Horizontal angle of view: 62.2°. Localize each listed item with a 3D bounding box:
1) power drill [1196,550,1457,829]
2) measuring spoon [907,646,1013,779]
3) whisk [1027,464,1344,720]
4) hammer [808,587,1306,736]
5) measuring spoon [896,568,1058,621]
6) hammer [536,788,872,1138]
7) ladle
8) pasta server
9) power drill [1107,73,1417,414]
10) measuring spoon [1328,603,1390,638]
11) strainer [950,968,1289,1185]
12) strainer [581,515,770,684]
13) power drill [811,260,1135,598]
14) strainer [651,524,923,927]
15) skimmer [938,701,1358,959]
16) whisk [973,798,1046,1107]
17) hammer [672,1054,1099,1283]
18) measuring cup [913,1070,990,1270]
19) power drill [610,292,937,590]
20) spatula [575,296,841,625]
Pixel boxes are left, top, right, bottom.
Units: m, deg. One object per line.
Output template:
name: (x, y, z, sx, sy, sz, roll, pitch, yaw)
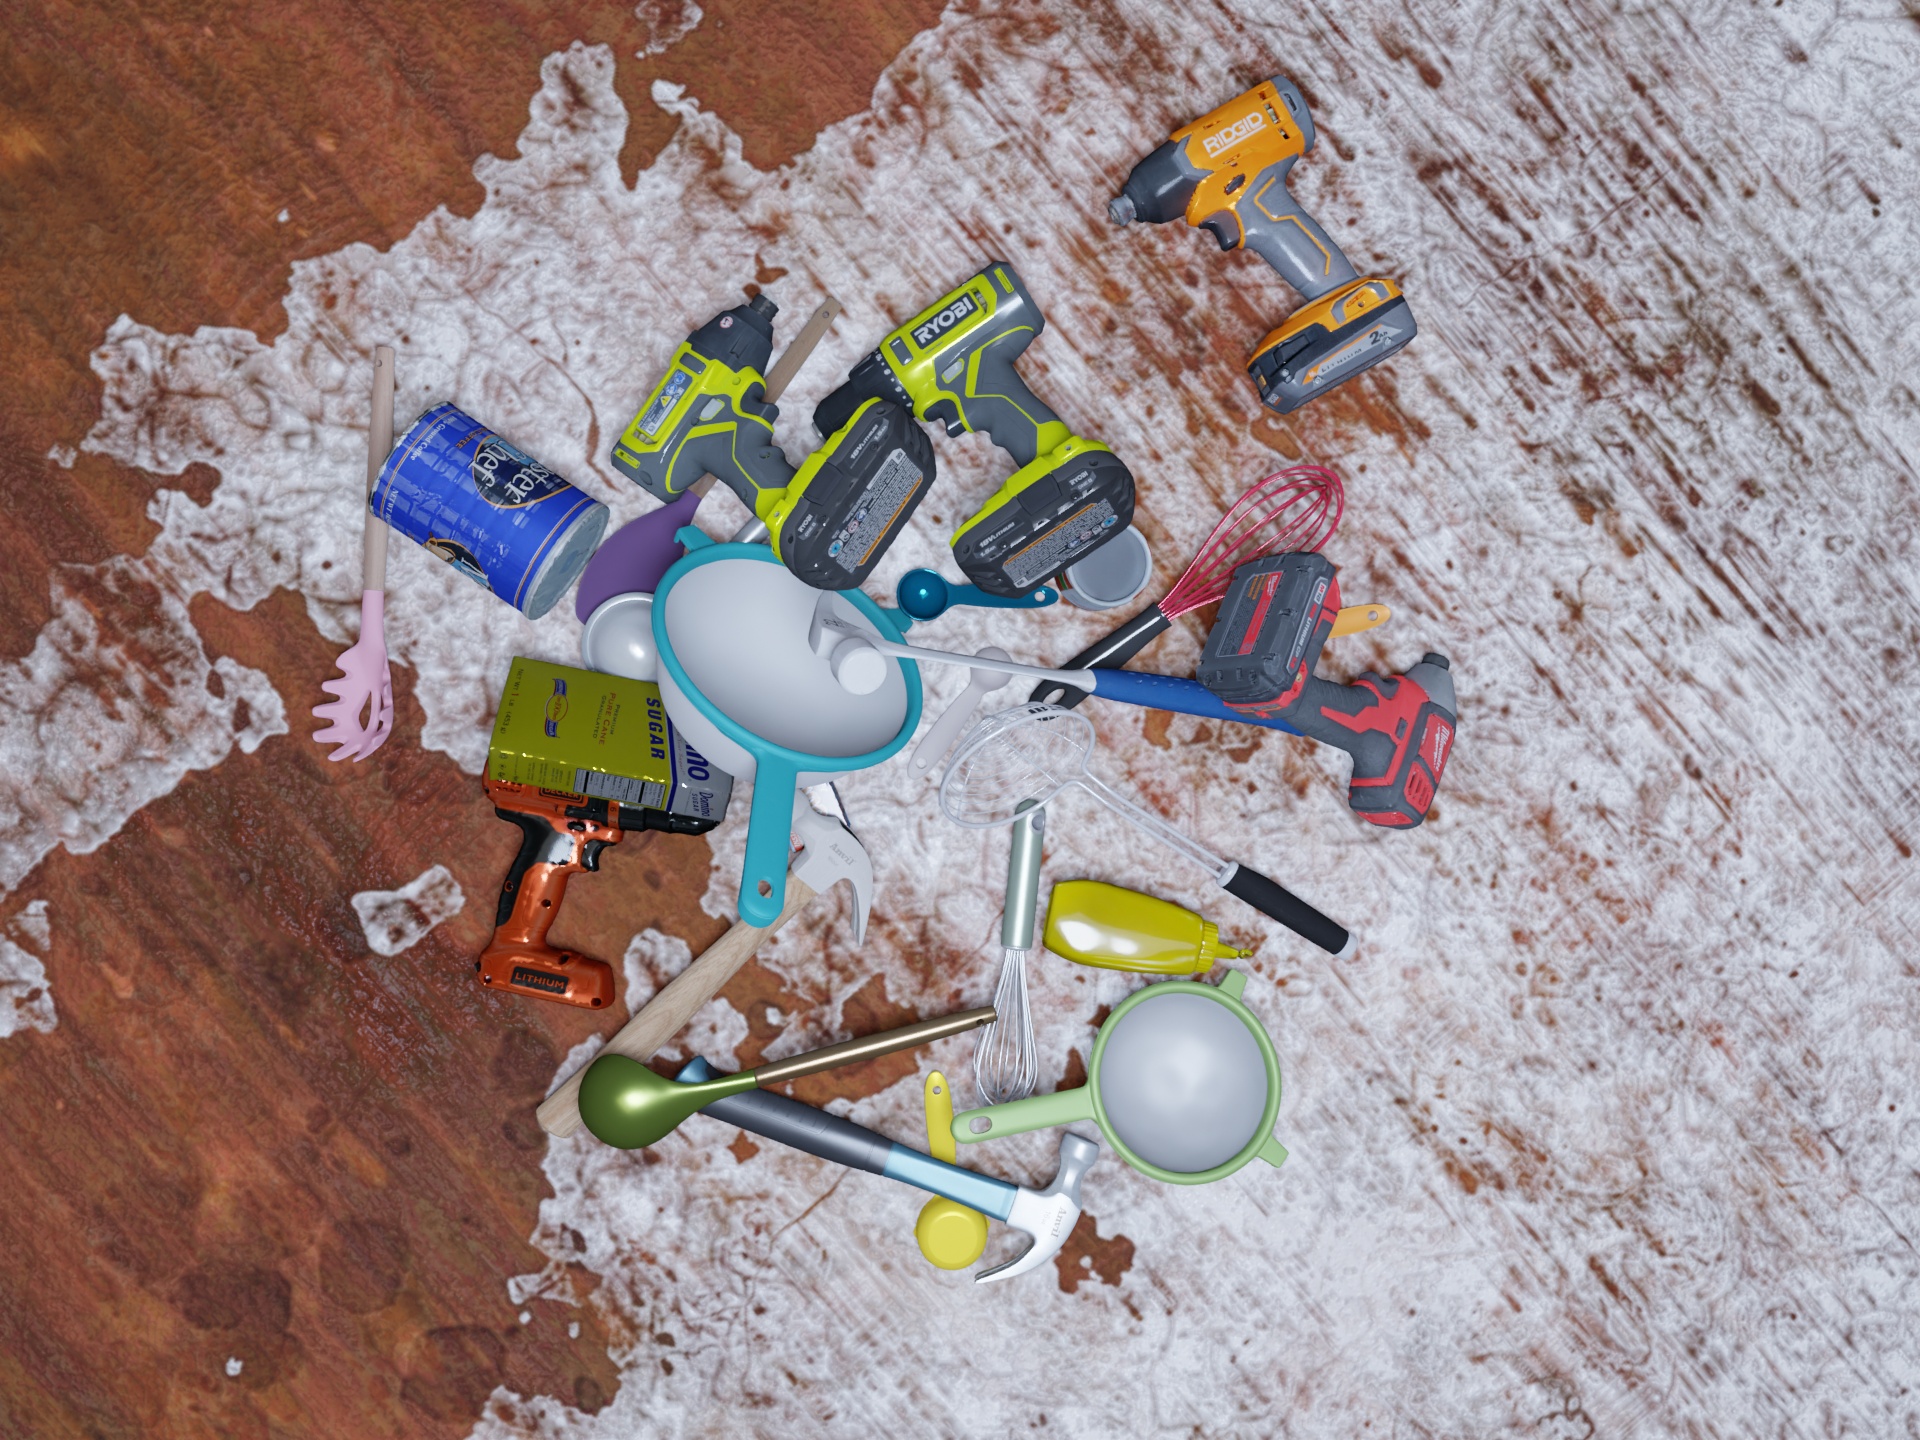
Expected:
power drill: (0.289, -0.027, 1.188, 0.219, 0.078, 0.143, 34, 70, -28)
measuring spoon: (-0.002, -0.004, 1.239, 0.034, 0.018, 0.124, 36, 91, -3)
whisk: (0.171, -0.095, 1.225, 0.296, 0.073, 0.073, -38, 93, 6)
hammer: (0.081, -0.034, 1.160, 0.405, 0.144, 0.035, 8, 109, -25)
measuring spoon: (0.012, -0.095, 1.240, 0.128, 0.021, 0.042, 0, 78, -11)
hammer: (-0.198, 0.202, 1.221, 0.331, 0.031, 0.130, -44, 115, 6)
ladle: (-0.130, 0.256, 1.202, 0.320, 0.062, 0.078, -14, 113, -6)
pasta server: (-0.450, -0.127, 1.210, 0.060, 0.040, 0.316, 4, 91, 16)
power drill: (0.225, -0.352, 1.205, 0.164, 0.084, 0.226, -29, 89, 0)
measuring spoon: (0.282, -0.073, 1.252, 0.117, 0.011, 0.021, -13, 92, -5)
strainer: (0.115, 0.288, 1.217, 0.256, 0.069, 0.151, -10, 77, -10)
strainer: (-0.199, -0.103, 1.220, 0.258, 0.050, 0.086, -46, 109, -3)
power drill: (0.007, -0.206, 1.169, 0.190, 0.080, 0.229, -33, 65, 8)
strainer: (-0.140, 0.022, 1.120, 0.211, 0.341, 0.095, 21, 133, -20)
skimmer: (0.152, 0.102, 1.198, 0.363, 0.090, 0.127, 32, 119, -10)
whisk: (0.042, 0.184, 1.238, 0.057, 0.059, 0.246, 8, 88, -39)
hammer: (-0.068, 0.332, 1.227, 0.331, 0.033, 0.128, 19, 82, 3)
measuring cup: (-0.012, 0.355, 1.247, 0.062, 0.029, 0.156, -6, 94, -2)
power drill: (-0.133, -0.205, 1.149, 0.223, 0.080, 0.171, 35, 89, 30)
spatula: (-0.192, -0.197, 1.225, 0.059, 0.018, 0.316, 37, 91, -9)
